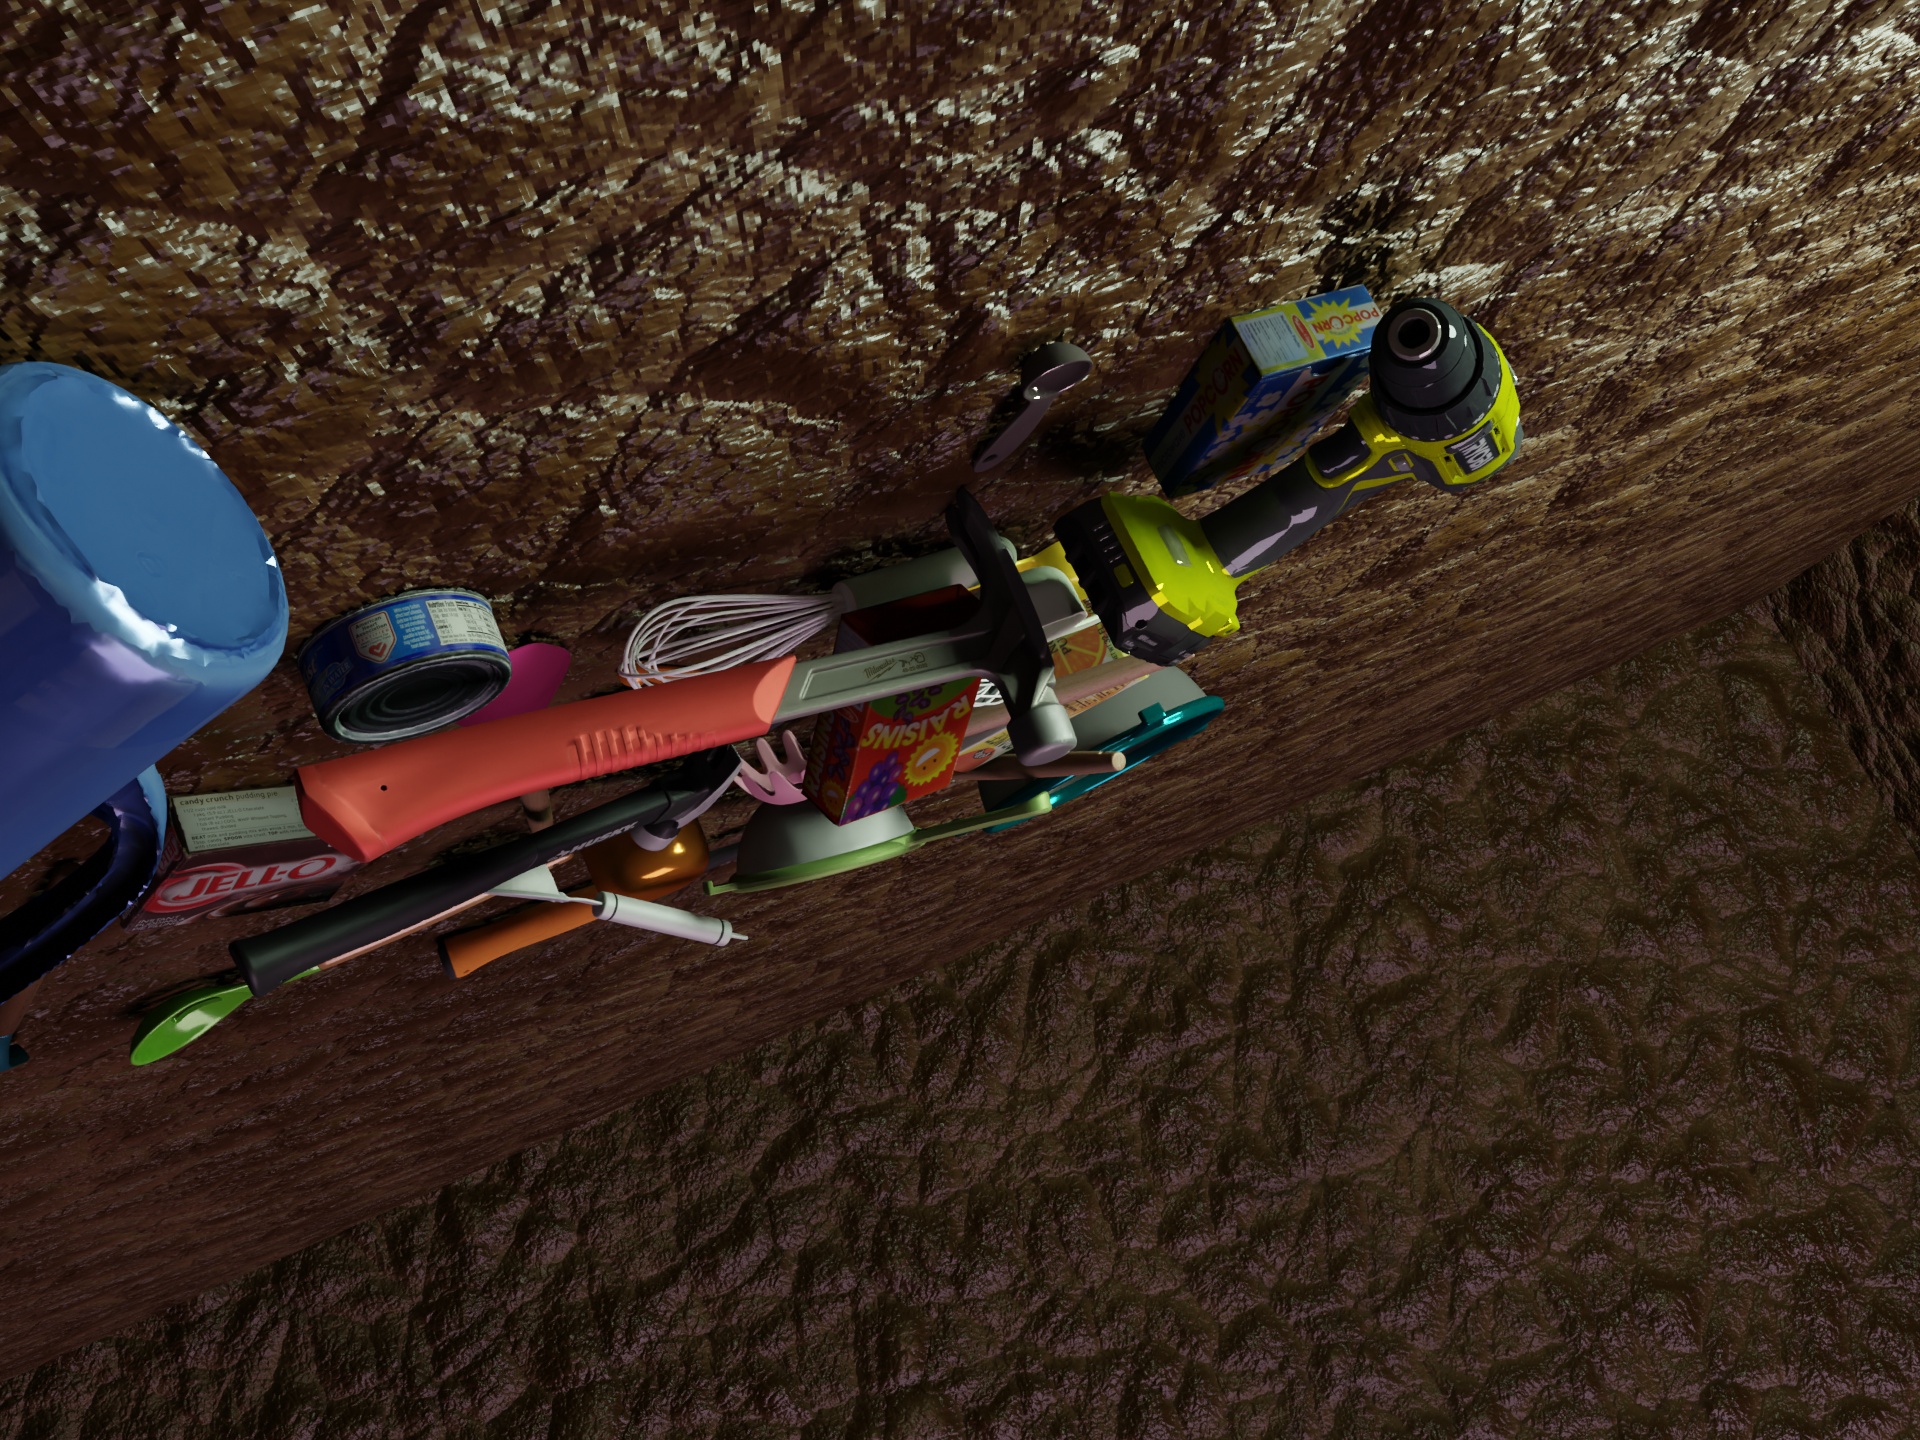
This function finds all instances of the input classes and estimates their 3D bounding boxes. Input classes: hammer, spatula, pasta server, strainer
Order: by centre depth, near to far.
[{"bbox_3d":[-0.122,-0.013,0.743,0.359,0.149,0.036,-14,162,-26],"label":"hammer"},{"bbox_3d":[-0.529,0.148,0.877,0.082,0.044,0.317,-10,155,-46],"label":"spatula"},{"bbox_3d":[-0.271,0.083,0.948,0.335,0.035,0.146,-23,167,-46],"label":"hammer"},{"bbox_3d":[-0.002,-0.003,1.042,0.316,0.040,0.060,-19,-156,12],"label":"pasta server"},{"bbox_3d":[-0.252,0.123,1.091,0.258,0.050,0.087,21,164,-40],"label":"strainer"},{"bbox_3d":[-0.058,0.064,1.149,0.256,0.069,0.151,-15,180,24],"label":"strainer"},{"bbox_3d":[0.007,0.036,1.160,0.060,0.018,0.316,-25,-168,-36],"label":"spatula"},{"bbox_3d":[-0.248,0.129,1.269,0.337,0.034,0.127,-20,167,-19],"label":"hammer"},{"bbox_3d":[0.120,-0.007,1.291,0.211,0.095,0.340,-32,172,27],"label":"strainer"}]

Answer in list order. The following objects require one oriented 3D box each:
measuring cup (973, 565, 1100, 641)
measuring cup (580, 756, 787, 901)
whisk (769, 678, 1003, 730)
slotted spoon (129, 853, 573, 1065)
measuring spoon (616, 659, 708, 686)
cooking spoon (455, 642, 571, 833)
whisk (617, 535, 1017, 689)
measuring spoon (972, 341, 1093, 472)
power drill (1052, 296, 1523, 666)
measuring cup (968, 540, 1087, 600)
[{"bbox_3d":[0.055,-0.070,0.957,0.083,0.038,0.167,-28,175,34],"label":"measuring cup"},{"bbox_3d":[-0.189,0.082,1.151,0.173,0.052,0.095,-25,167,10],"label":"measuring cup"},{"bbox_3d":[-0.051,-0.025,0.932,0.284,0.070,0.070,-16,164,-49],"label":"whisk"},{"bbox_3d":[-0.414,0.153,1.087,0.314,0.031,0.070,-24,167,-11],"label":"slotted spoon"},{"bbox_3d":[-0.157,-0.021,0.906,0.021,0.011,0.117,-29,166,18],"label":"measuring spoon"},{"bbox_3d":[-0.245,0.022,0.899,0.069,0.017,0.318,-25,168,-18],"label":"cooking spoon"},{"bbox_3d":[-0.070,-0.060,0.855,0.246,0.057,0.059,-20,-160,-31],"label":"whisk"},{"bbox_3d":[0.027,-0.148,0.753,0.034,0.018,0.124,-19,172,-22],"label":"measuring spoon"},{"bbox_3d":[0.167,-0.121,0.794,0.228,0.080,0.190,-31,165,19],"label":"power drill"},{"bbox_3d":[0.029,-0.079,0.972,0.156,0.029,0.062,-19,165,-29],"label":"measuring cup"}]
